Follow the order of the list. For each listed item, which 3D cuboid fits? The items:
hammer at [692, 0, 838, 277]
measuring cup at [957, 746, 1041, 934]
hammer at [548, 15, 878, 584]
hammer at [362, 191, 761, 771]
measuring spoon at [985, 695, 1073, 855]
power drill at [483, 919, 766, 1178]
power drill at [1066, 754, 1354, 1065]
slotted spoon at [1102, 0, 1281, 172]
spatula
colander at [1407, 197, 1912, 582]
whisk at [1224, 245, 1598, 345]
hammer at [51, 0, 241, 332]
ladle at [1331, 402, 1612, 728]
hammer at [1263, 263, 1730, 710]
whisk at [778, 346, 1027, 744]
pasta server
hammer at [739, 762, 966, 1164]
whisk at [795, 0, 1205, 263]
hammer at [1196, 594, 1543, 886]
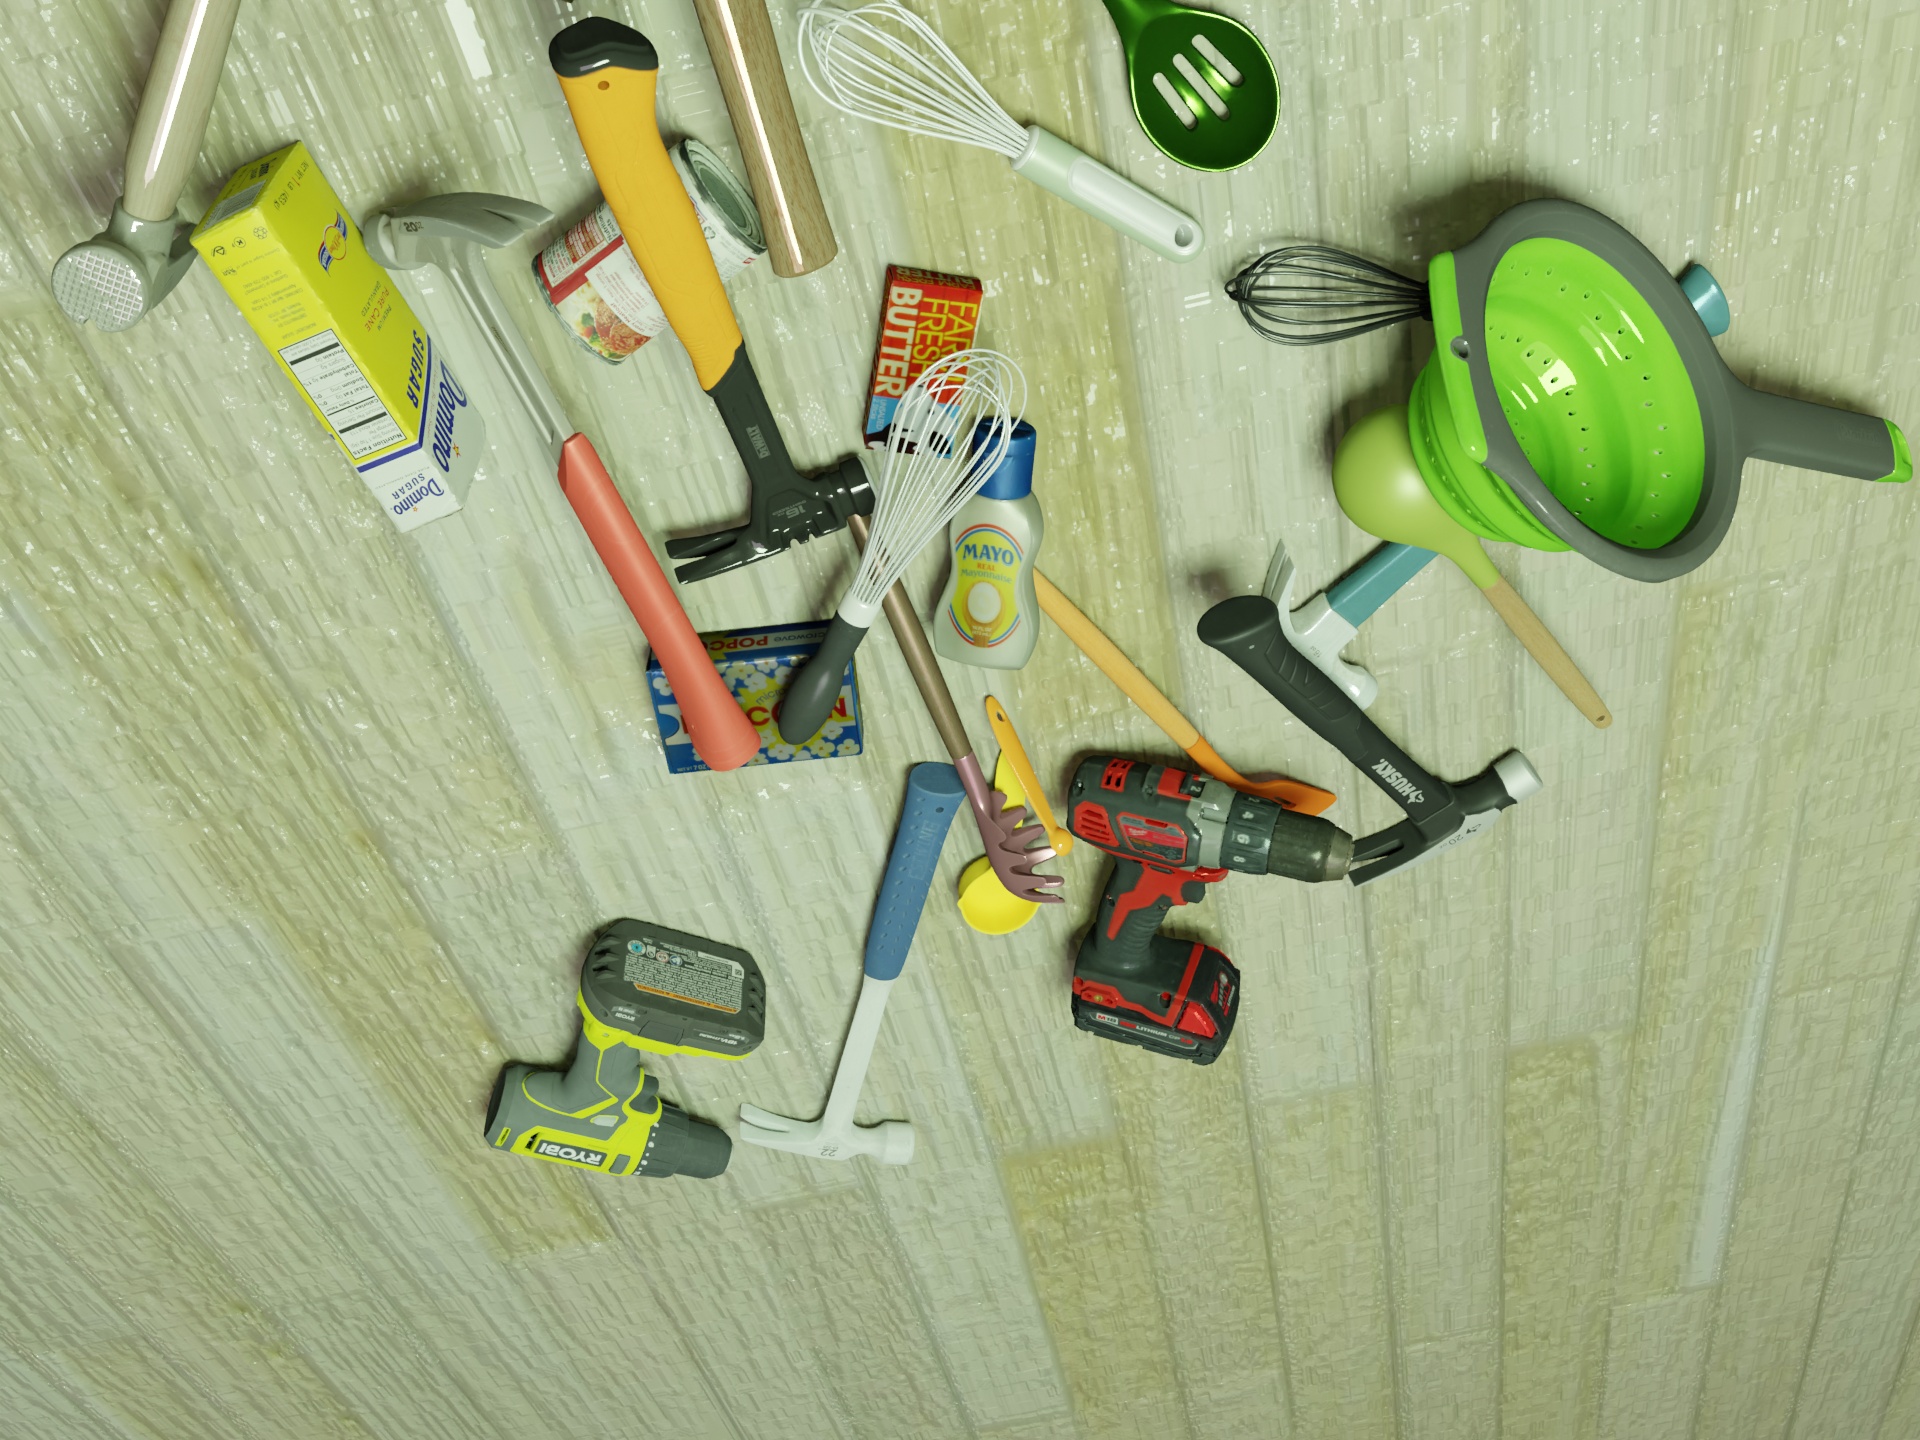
[{"bbox_3d":[-0.114,-0.353,0.690,0.130,0.031,0.331,-34,129,-25],"label":"hammer"},{"bbox_3d":[0.029,0.078,1.113,0.062,0.029,0.156,-1,117,-10],"label":"measuring cup"},{"bbox_3d":[-0.134,-0.192,0.790,0.127,0.034,0.336,-22,148,-3],"label":"hammer"},{"bbox_3d":[-0.188,-0.111,0.857,0.037,0.149,0.358,-44,130,-26],"label":"hammer"},{"bbox_3d":[0.046,0.036,1.045,0.011,0.021,0.117,-24,94,36],"label":"measuring spoon"},{"bbox_3d":[-0.232,0.263,1.192,0.190,0.080,0.228,19,126,-20],"label":"power drill"},{"bbox_3d":[0.164,0.131,1.095,0.188,0.080,0.226,13,130,16],"label":"power drill"},{"bbox_3d":[0.043,-0.382,0.743,0.070,0.031,0.313,-38,121,21],"label":"slotted spoon"},{"bbox_3d":[0.136,-0.006,1.055,0.081,0.041,0.322,-36,120,21],"label":"spatula"},{"bbox_3d":[0.375,-0.155,0.875,0.397,0.205,0.094,3,165,-30],"label":"colander"},{"bbox_3d":[0.260,-0.233,0.874,0.239,0.055,0.055,-2,129,-11],"label":"whisk"},{"bbox_3d":[-0.302,-0.372,0.676,0.038,0.146,0.410,19,114,-21],"label":"hammer"},{"bbox_3d":[0.327,-0.081,0.972,0.078,0.062,0.319,-38,132,19],"label":"ladle"},{"bbox_3d":[0.318,-0.140,0.962,0.128,0.033,0.331,32,118,-29],"label":"hammer"},{"bbox_3d":[-0.045,-0.091,0.907,0.070,0.070,0.284,18,124,-20],"label":"whisk"},{"bbox_3d":[-0.002,-0.003,1.016,0.040,0.060,0.316,-16,120,13],"label":"pasta server"},{"bbox_3d":[-0.067,0.195,1.181,0.144,0.035,0.405,7,127,-12],"label":"hammer"},{"bbox_3d":[0.026,-0.293,0.801,0.246,0.059,0.058,21,96,-26],"label":"whisk"},{"bbox_3d":[0.250,0.012,1.031,0.146,0.035,0.334,-36,136,21],"label":"hammer"}]
